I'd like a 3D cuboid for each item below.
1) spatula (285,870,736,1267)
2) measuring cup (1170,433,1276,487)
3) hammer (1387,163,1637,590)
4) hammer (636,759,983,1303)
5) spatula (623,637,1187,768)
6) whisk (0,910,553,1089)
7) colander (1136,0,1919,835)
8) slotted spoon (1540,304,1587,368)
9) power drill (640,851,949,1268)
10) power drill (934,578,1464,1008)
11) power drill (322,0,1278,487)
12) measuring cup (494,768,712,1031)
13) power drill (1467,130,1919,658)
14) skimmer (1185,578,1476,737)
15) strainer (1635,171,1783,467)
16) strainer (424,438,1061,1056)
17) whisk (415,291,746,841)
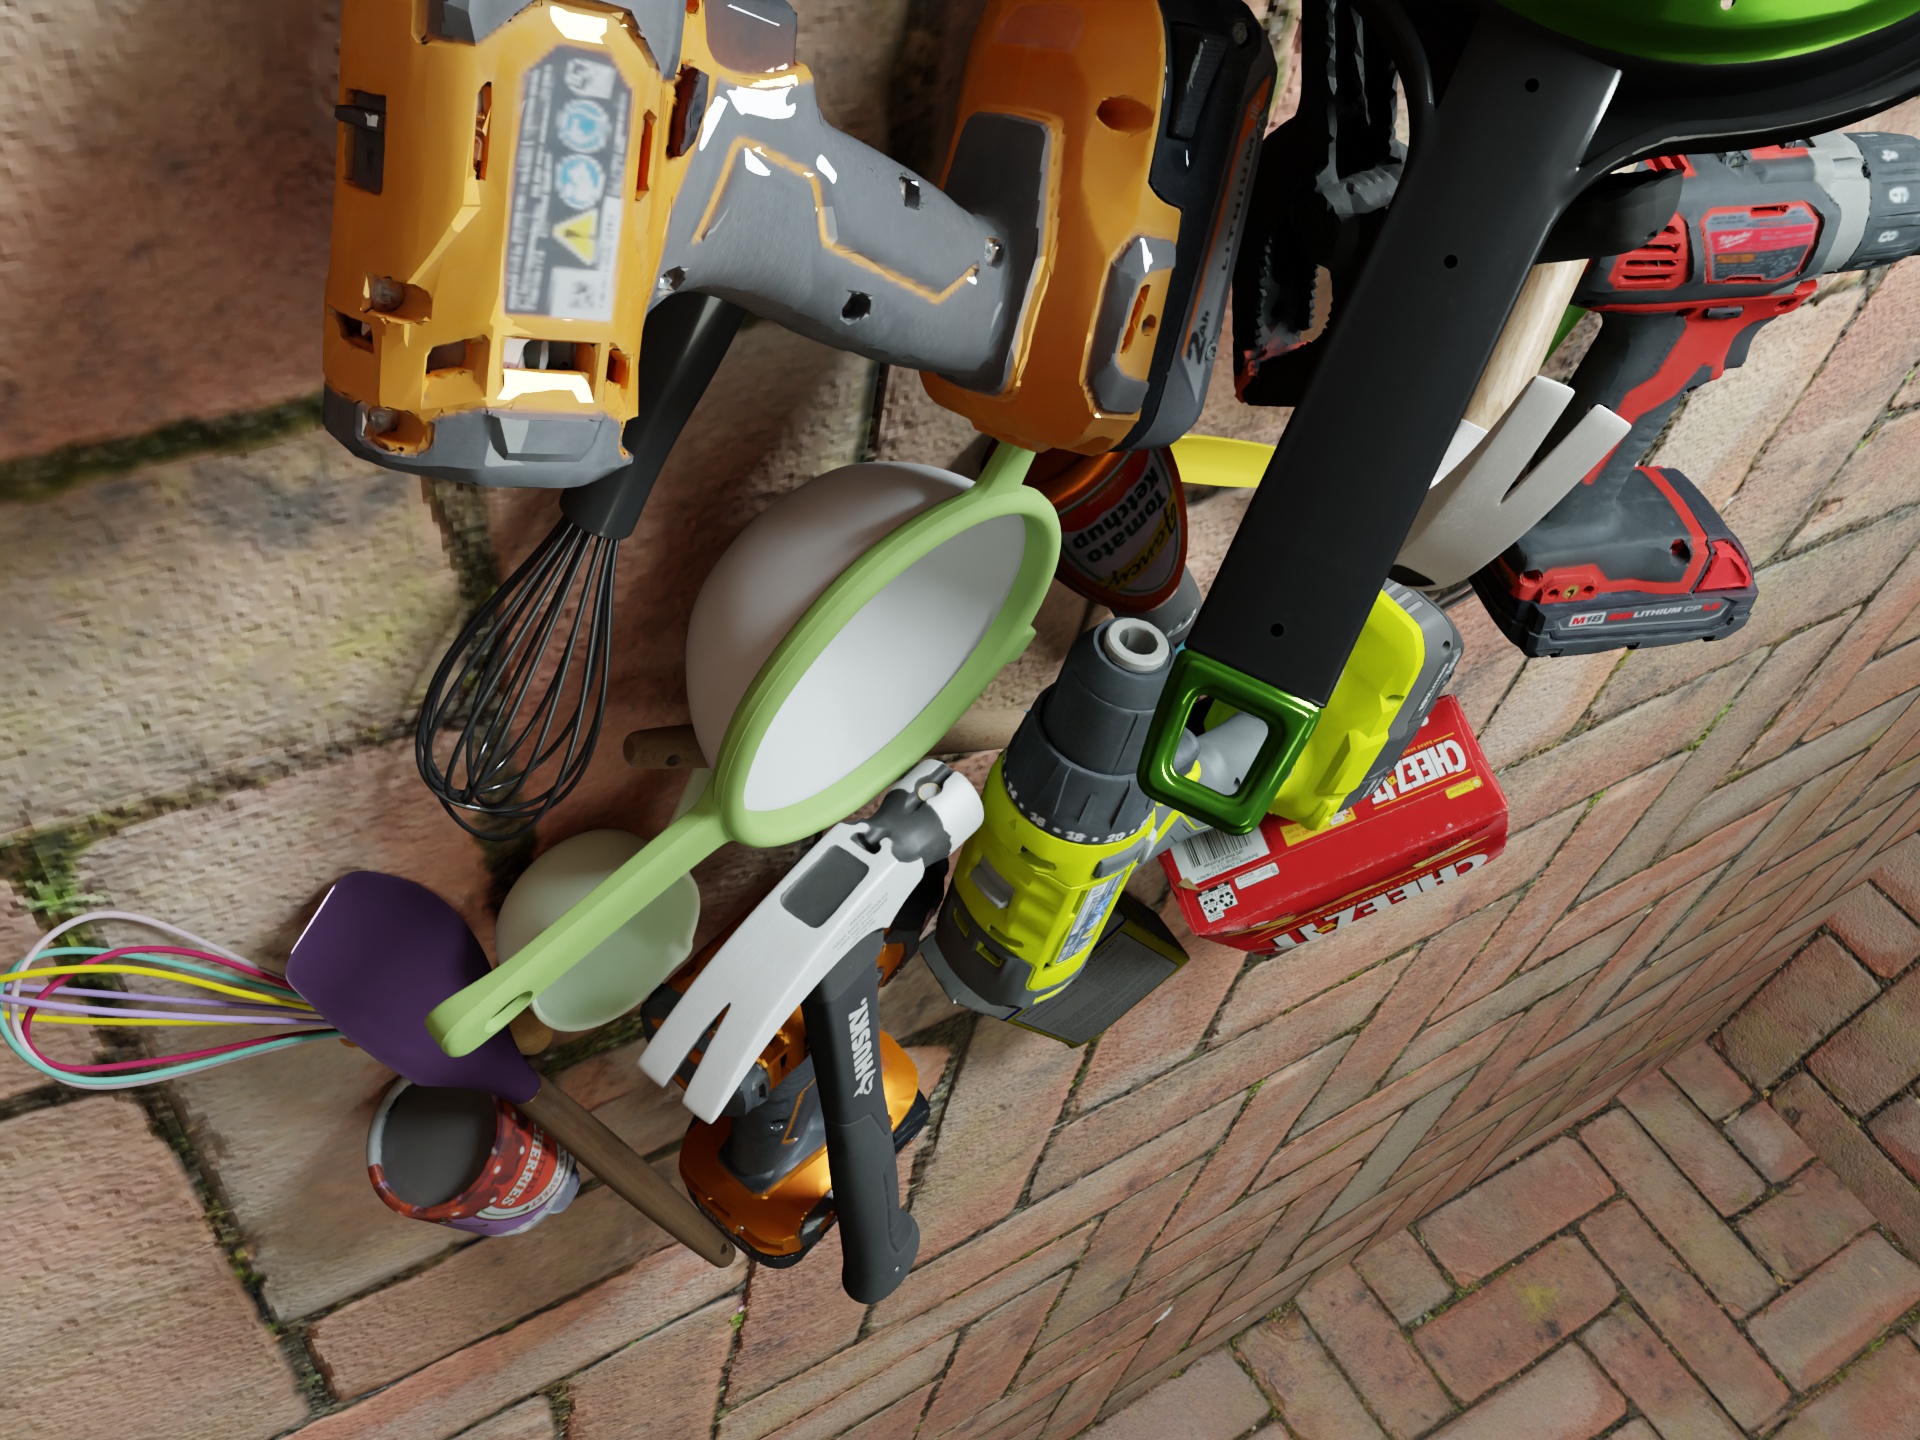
[{"bbox_3d":[-0.163,0.159,0.648,0.060,0.018,0.315,-66,147,-31],"label":"spatula"},{"bbox_3d":[0.130,-0.112,0.659,0.156,0.029,0.062,0,136,-30],"label":"measuring cup"},{"bbox_3d":[0.205,-0.194,0.483,0.031,0.130,0.331,22,97,-10],"label":"hammer"},{"bbox_3d":[-0.047,0.167,0.658,0.146,0.035,0.334,-43,151,-30],"label":"hammer"},{"bbox_3d":[-0.001,-0.002,0.651,0.317,0.044,0.082,-3,136,-43],"label":"spatula"},{"bbox_3d":[-0.228,0.105,0.563,0.047,0.051,0.244,-48,152,9],"label":"whisk"},{"bbox_3d":[0.132,-0.157,0.327,0.094,0.204,0.397,-15,129,-84],"label":"colander"},{"bbox_3d":[0.231,-0.136,0.720,0.070,0.031,0.313,2,135,-50],"label":"slotted spoon"},{"bbox_3d":[-0.062,0.144,0.735,0.164,0.084,0.226,-41,154,-31],"label":"power drill"},{"bbox_3d":[0.100,0.008,0.649,0.228,0.080,0.190,-25,149,-34],"label":"power drill"},{"bbox_3d":[-0.028,-0.148,0.362,0.226,0.084,0.185,-8,116,-41],"label":"power drill"},{"bbox_3d":[-0.119,0.038,0.600,0.083,0.038,0.167,18,103,-58],"label":"measuring cup"},{"bbox_3d":[0.317,-0.139,0.664,0.188,0.080,0.226,-6,135,-7],"label":"power drill"},{"bbox_3d":[0.230,-0.017,0.819,0.363,0.127,0.090,-27,105,-9],"label":"skimmer"},{"bbox_3d":[0.316,-0.159,0.728,0.087,0.050,0.258,-36,159,-30],"label":"strainer"},{"bbox_3d":[-0.079,0.000,0.516,0.256,0.069,0.151,-41,162,-14],"label":"strainer"},{"bbox_3d":[-0.104,-0.059,0.461,0.055,0.055,0.239,0,131,-46],"label":"whisk"}]
